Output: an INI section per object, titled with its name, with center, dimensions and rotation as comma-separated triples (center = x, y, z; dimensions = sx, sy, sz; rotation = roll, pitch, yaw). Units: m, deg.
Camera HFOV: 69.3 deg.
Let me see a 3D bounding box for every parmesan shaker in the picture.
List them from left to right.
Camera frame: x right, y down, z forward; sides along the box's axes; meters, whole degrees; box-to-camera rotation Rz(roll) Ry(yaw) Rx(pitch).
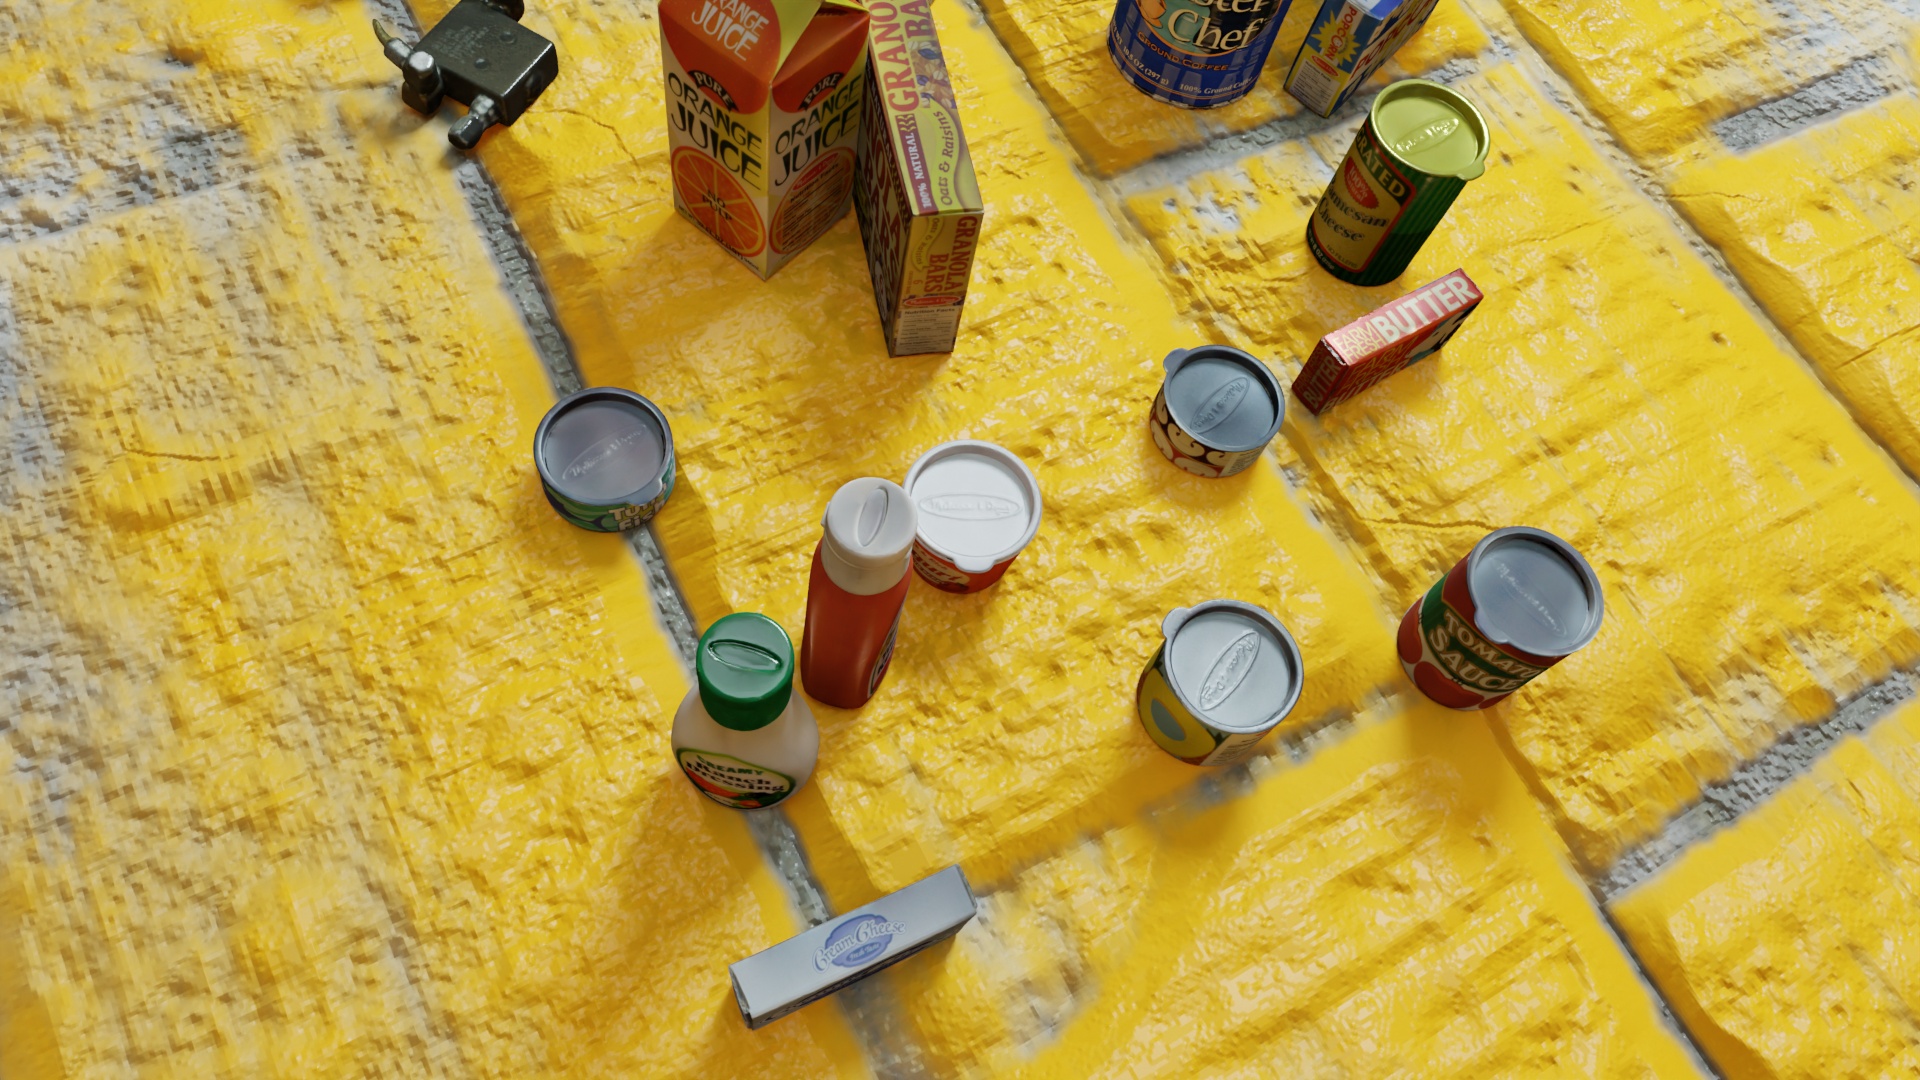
[parmesan shaker]
center = 0.245, -0.197, 0.784
dimensions = 0.071, 0.102, 0.071
rotation = 3, 64, -7

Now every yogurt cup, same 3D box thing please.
[yogurt cup]
center = 0.002, -0.009, 0.683
dimensions = 0.072, 0.053, 0.072
rotation = 3, 64, -7

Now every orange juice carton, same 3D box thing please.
[orange juice carton]
center = -0.098, -0.226, 0.696
dimensions = 0.072, 0.191, 0.073
rotation = 39, 65, 11

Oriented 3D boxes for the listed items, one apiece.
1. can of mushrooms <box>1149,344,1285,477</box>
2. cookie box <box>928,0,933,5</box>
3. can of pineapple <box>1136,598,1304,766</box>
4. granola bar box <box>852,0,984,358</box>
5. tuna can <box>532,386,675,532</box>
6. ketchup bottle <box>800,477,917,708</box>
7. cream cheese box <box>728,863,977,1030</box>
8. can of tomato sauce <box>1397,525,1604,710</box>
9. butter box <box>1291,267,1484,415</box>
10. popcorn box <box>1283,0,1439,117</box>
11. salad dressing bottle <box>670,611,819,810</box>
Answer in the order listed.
[can of mushrooms]
center = 0.135, -0.071, 0.744
dimensions = 0.071, 0.033, 0.071
rotation = 3, 64, -7
[cookie box]
center = -0.048, -0.338, 0.773
dimensions = 0.040, 0.166, 0.123
rotation = 30, 64, 6
[can of pineapple]
center = 0.121, 0.067, 0.661
dimensions = 0.071, 0.057, 0.071
rotation = 3, 64, -7
[granola bar box]
center = -0.031, -0.199, 0.731
dimensions = 0.039, 0.123, 0.166
rotation = -8, 66, -12
[tuna can]
center = -0.172, -0.038, 0.683
dimensions = 0.071, 0.032, 0.071
rotation = 3, 64, -7
[ketchup bottle]
center = -0.045, 0.022, 0.608
dimensions = 0.043, 0.148, 0.065
rotation = 16, 63, -1
[cream cheese box]
center = -0.046, 0.173, 0.587
dimensions = 0.104, 0.053, 0.024
rotation = -21, 69, -17
[can of tomato sauce]
center = 0.261, 0.042, 0.681
dimensions = 0.071, 0.082, 0.071
rotation = 3, 64, -7
[butter box]
center = 0.235, -0.110, 0.768
dimensions = 0.104, 0.053, 0.024
rotation = -27, 71, -20
[popcorn box]
center = 0.261, -0.332, 0.862
dimensions = 0.038, 0.085, 0.127
rotation = 40, 65, 11
[salad dressing bottle]
center = -0.089, 0.073, 0.577
dimensions = 0.064, 0.147, 0.044
rotation = 16, 63, -1
